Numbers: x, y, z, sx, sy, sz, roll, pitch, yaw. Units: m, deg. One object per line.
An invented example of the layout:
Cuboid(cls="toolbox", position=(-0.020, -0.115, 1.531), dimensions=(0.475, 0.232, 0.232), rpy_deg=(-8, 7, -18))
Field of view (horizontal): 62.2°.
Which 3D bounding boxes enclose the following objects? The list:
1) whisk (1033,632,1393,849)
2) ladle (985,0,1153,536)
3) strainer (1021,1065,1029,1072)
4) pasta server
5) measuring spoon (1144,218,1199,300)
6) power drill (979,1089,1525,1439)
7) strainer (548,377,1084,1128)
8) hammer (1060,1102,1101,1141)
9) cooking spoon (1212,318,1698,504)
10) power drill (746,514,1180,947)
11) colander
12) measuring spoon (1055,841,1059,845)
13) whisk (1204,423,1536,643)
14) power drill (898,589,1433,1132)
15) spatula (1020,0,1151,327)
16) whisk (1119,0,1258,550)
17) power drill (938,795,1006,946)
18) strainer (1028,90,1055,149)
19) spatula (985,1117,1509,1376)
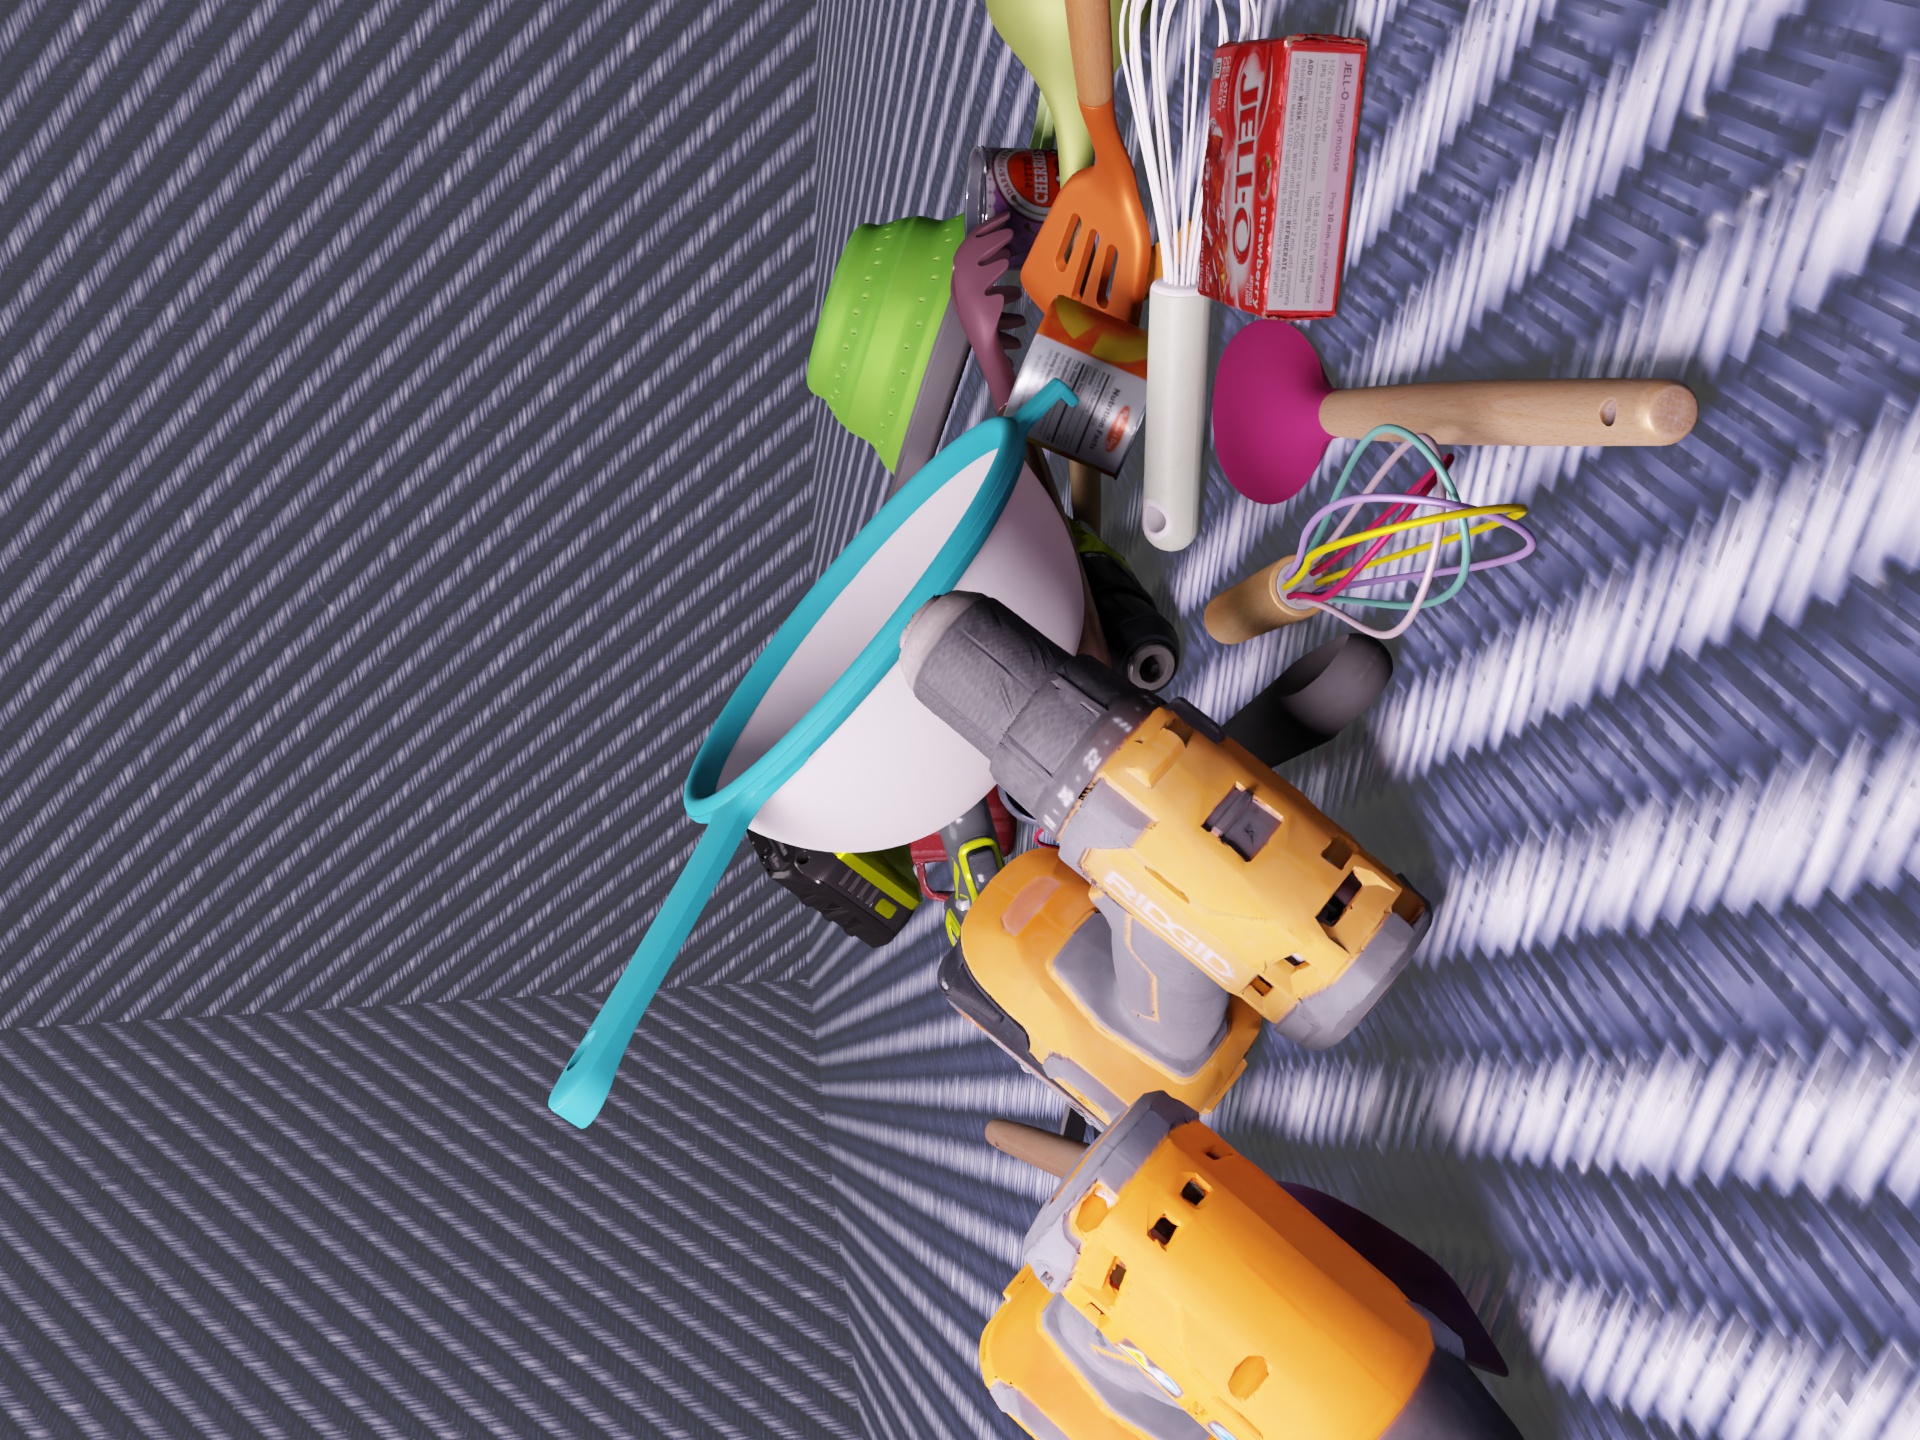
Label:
Cuboid(cls="whisk", position=(0.091, 0.024, 0.623), dimensions=(0.295, 0.073, 0.073), rpy_deg=(130, 137, -68))
Cuboid(cls="ladle", position=(0.058, -0.230, 0.785), dimensions=(0.062, 0.078, 0.319), rpy_deg=(-88, -6, -57))
Cuboid(cls="strainer", position=(0.038, 0.119, 0.792), dimensions=(0.087, 0.050, 0.258), rpy_deg=(-58, -19, -16))
Cuboid(cls="pasta server", position=(0.038, -0.131, 0.761), dimensions=(0.060, 0.040, 0.317), rpy_deg=(76, 180, -55))
Cuboid(cls="measuring spoon", position=(0.093, -0.204, 0.711), dimensions=(0.117, 0.011, 0.021), rpy_deg=(-138, 46, -82))
Cuboid(cls="power drill", position=(0.087, 0.212, 0.497), dimensions=(0.164, 0.084, 0.226), rpy_deg=(39, 156, 15))
Cuboid(cls="strainer", position=(-0.040, 0.028, 0.634), dimensions=(0.211, 0.095, 0.341), rpy_deg=(-31, 26, 51))
Cuboid(cls="hammer", position=(0.095, 0.299, 0.724), dimensions=(0.146, 0.035, 0.335), rpy_deg=(101, 164, -52))
Cuboid(cls="cooking spoon", position=(0.127, -0.095, 0.490), dimensions=(0.319, 0.017, 0.068), rpy_deg=(-130, 38, -76))
Cuboid(cls="power drill", position=(-0.001, -0.003, 0.791), dimensions=(0.228, 0.080, 0.191), rpy_deg=(-47, 32, 5))
Cuboid(cls="colander", position=(-0.061, -0.173, 0.977), dimensions=(0.204, 0.094, 0.397), rpy_deg=(120, 168, -71))
Cuboid(cls="measuring spoon", position=(0.082, 0.077, 0.832), dimensions=(0.129, 0.021, 0.042), rpy_deg=(-158, 67, -70))
Cuboid(cls="whisk", position=(0.110, -0.047, 0.505), dimensions=(0.051, 0.047, 0.245), rpy_deg=(51, 175, -1))
Cuboid(cls="power drill", position=(0.048, 0.059, 0.567), dimensions=(0.185, 0.084, 0.226), rpy_deg=(39, 156, 12))
Cuboid(cls="spatula", position=(0.045, -0.260, 0.627), dimensions=(0.081, 0.041, 0.322), rpy_deg=(48, 171, 23))
Cuboid(cls="whisk", position=(0.089, -0.181, 0.632), dimensions=(0.058, 0.059, 0.246), rpy_deg=(32, 135, 43))
Cuboid(cls="power drill", position=(0.006, 0.064, 0.994), dimensions=(0.171, 0.080, 0.223), rpy_deg=(-142, 35, -79))
Cuboid(cls="strainer", position=(0.033, -0.402, 0.835), dimensions=(0.152, 0.069, 0.256), rpy_deg=(-101, 15, -45))
Cuboid(cls="spatula", position=(0.079, 0.174, 0.581), dimensions=(0.059, 0.018, 0.316), rpy_deg=(57, 158, -9))
